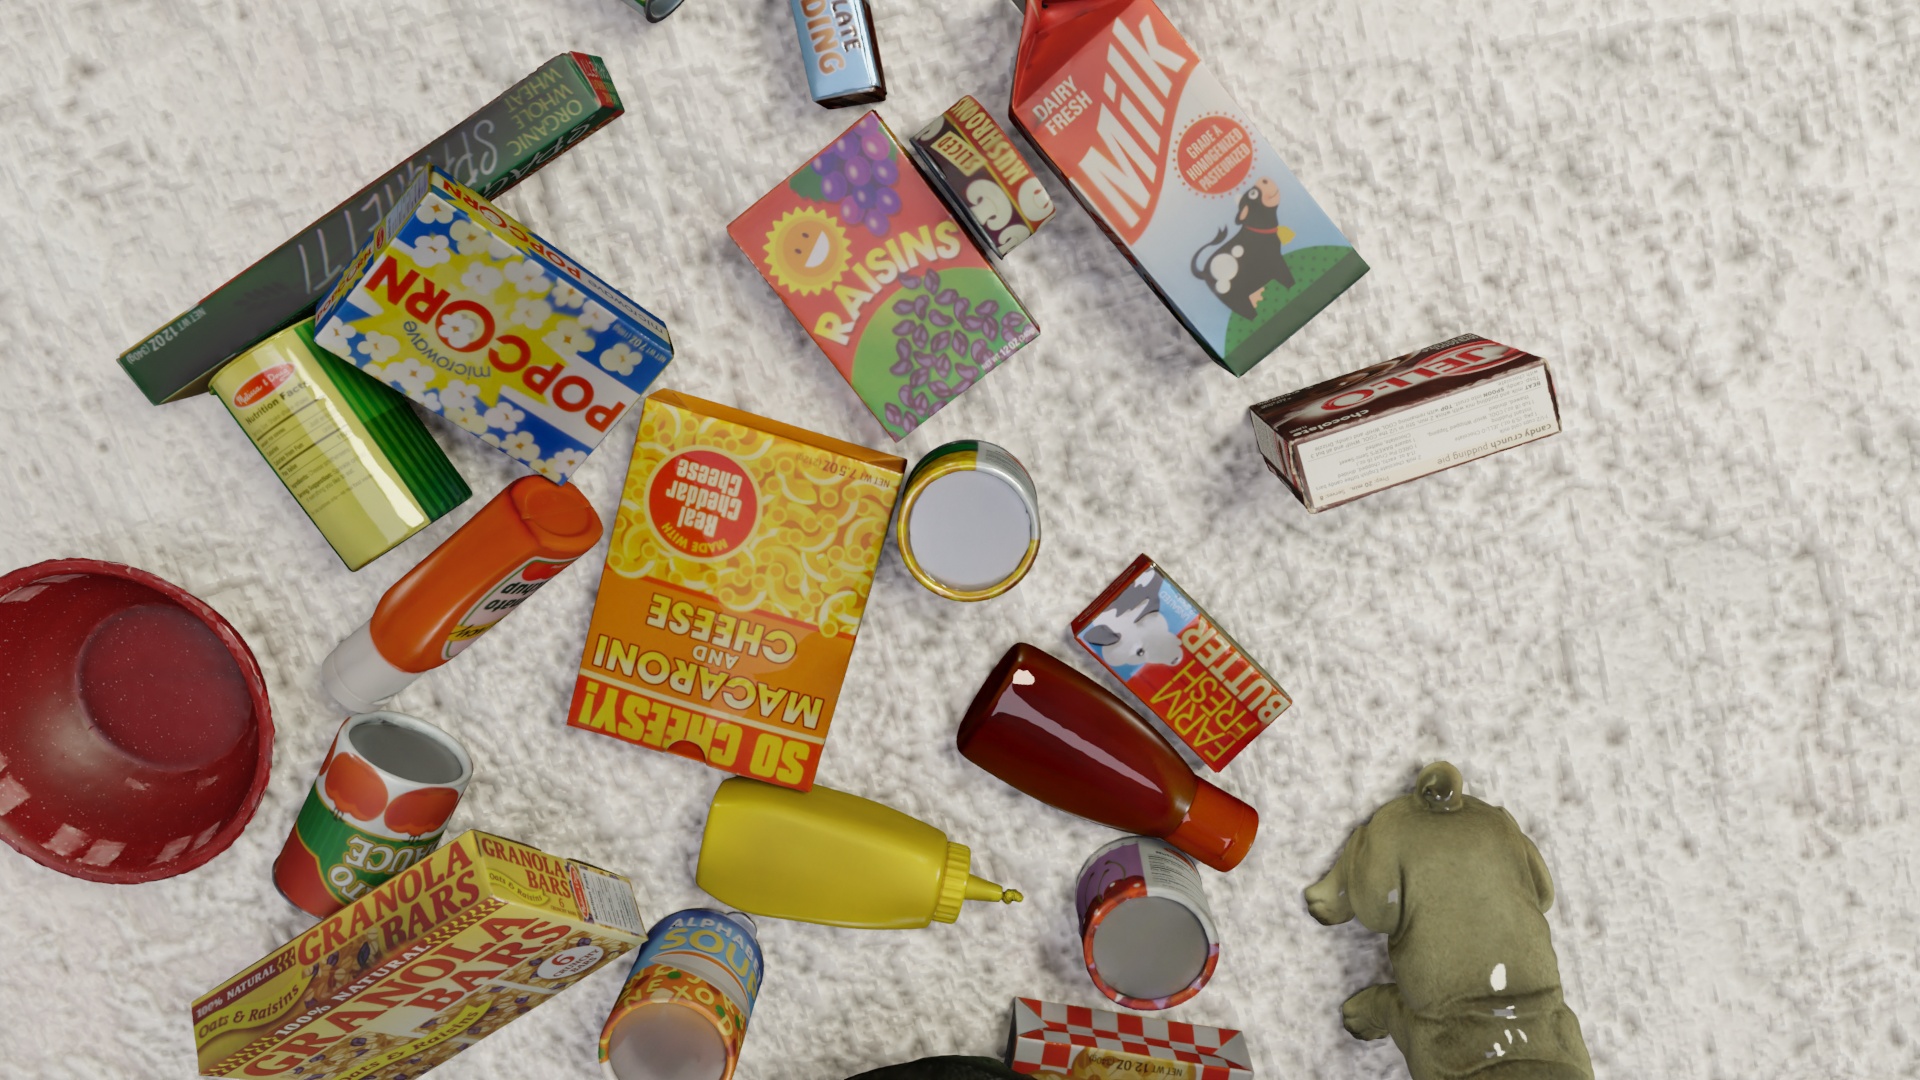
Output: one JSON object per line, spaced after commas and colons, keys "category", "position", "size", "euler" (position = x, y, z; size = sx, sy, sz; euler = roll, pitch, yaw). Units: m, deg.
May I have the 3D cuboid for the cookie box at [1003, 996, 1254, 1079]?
{"category": "cookie box", "position": [0.076, 0.333, 0.732], "size": [0.123, 0.040, 0.167], "euler": [9, 103, -1]}

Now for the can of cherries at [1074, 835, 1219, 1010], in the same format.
{"category": "can of cherries", "position": [0.090, 0.191, 0.690], "size": [0.071, 0.058, 0.071], "euler": [0, 103, 0]}

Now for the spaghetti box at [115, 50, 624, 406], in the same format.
{"category": "spaghetti box", "position": [-0.262, -0.139, 0.623], "size": [0.250, 0.050, 0.028], "euler": [-31, 103, 7]}

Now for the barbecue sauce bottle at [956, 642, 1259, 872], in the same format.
{"category": "barbecue sauce bottle", "position": [0.075, 0.112, 0.680], "size": [0.148, 0.044, 0.064], "euler": [31, 104, -7]}

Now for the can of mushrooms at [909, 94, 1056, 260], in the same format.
{"category": "can of mushrooms", "position": [0.010, -0.159, 0.605], "size": [0.033, 0.071, 0.071], "euler": [-37, 100, 7]}

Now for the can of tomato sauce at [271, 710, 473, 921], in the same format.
{"category": "can of tomato sauce", "position": [-0.284, 0.136, 0.676], "size": [0.071, 0.071, 0.083], "euler": [28, 101, -6]}

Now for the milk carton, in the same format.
{"category": "milk carton", "position": [0.083, -0.167, 0.601], "size": [0.073, 0.072, 0.190], "euler": [-41, 99, 10]}

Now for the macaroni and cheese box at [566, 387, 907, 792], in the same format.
{"category": "macaroni and cheese box", "position": [-0.108, 0.025, 0.664], "size": [0.124, 0.040, 0.166], "euler": [16, 102, -2]}

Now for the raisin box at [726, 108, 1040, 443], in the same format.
{"category": "raisin box", "position": [-0.033, -0.119, 0.631], "size": [0.086, 0.040, 0.123], "euler": [-37, 101, 9]}

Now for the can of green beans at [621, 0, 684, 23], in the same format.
{"category": "can of green beans", "position": [-0.137, -0.264, 0.585], "size": [0.058, 0.071, 0.071], "euler": [35, 101, -7]}

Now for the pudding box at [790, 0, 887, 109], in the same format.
{"category": "pudding box", "position": [-0.055, -0.232, 0.600], "size": [0.030, 0.050, 0.083], "euler": [-11, 103, 5]}

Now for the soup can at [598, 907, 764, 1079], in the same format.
{"category": "soup can", "position": [-0.135, 0.230, 0.688], "size": [0.071, 0.084, 0.071], "euler": [0, 103, 1]}

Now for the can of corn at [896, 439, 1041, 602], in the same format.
{"category": "can of corn", "position": [0.002, -0.008, 0.646], "size": [0.071, 0.058, 0.071], "euler": [0, 103, 1]}

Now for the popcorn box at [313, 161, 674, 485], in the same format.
{"category": "popcorn box", "position": [-0.203, -0.092, 0.612], "size": [0.126, 0.038, 0.085], "euler": [35, 107, -34]}

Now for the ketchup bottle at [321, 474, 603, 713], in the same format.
{"category": "ketchup bottle", "position": [-0.240, 0.027, 0.657], "size": [0.148, 0.065, 0.043], "euler": [-36, 86, 17]}

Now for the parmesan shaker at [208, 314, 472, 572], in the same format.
{"category": "parmesan shaker", "position": [-0.284, -0.044, 0.637], "size": [0.071, 0.071, 0.103], "euler": [-31, 101, 7]}

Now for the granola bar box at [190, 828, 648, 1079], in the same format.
{"category": "granola bar box", "position": [-0.256, 0.206, 0.669], "size": [0.165, 0.124, 0.039], "euler": [-32, 58, 7]}

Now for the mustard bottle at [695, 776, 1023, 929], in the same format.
{"category": "mustard bottle", "position": [-0.047, 0.162, 0.690], "size": [0.160, 0.049, 0.065], "euler": [14, 103, -3]}

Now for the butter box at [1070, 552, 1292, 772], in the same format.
{"category": "butter box", "position": [0.108, 0.060, 0.677], "size": [0.103, 0.024, 0.053], "euler": [44, 99, -9]}
